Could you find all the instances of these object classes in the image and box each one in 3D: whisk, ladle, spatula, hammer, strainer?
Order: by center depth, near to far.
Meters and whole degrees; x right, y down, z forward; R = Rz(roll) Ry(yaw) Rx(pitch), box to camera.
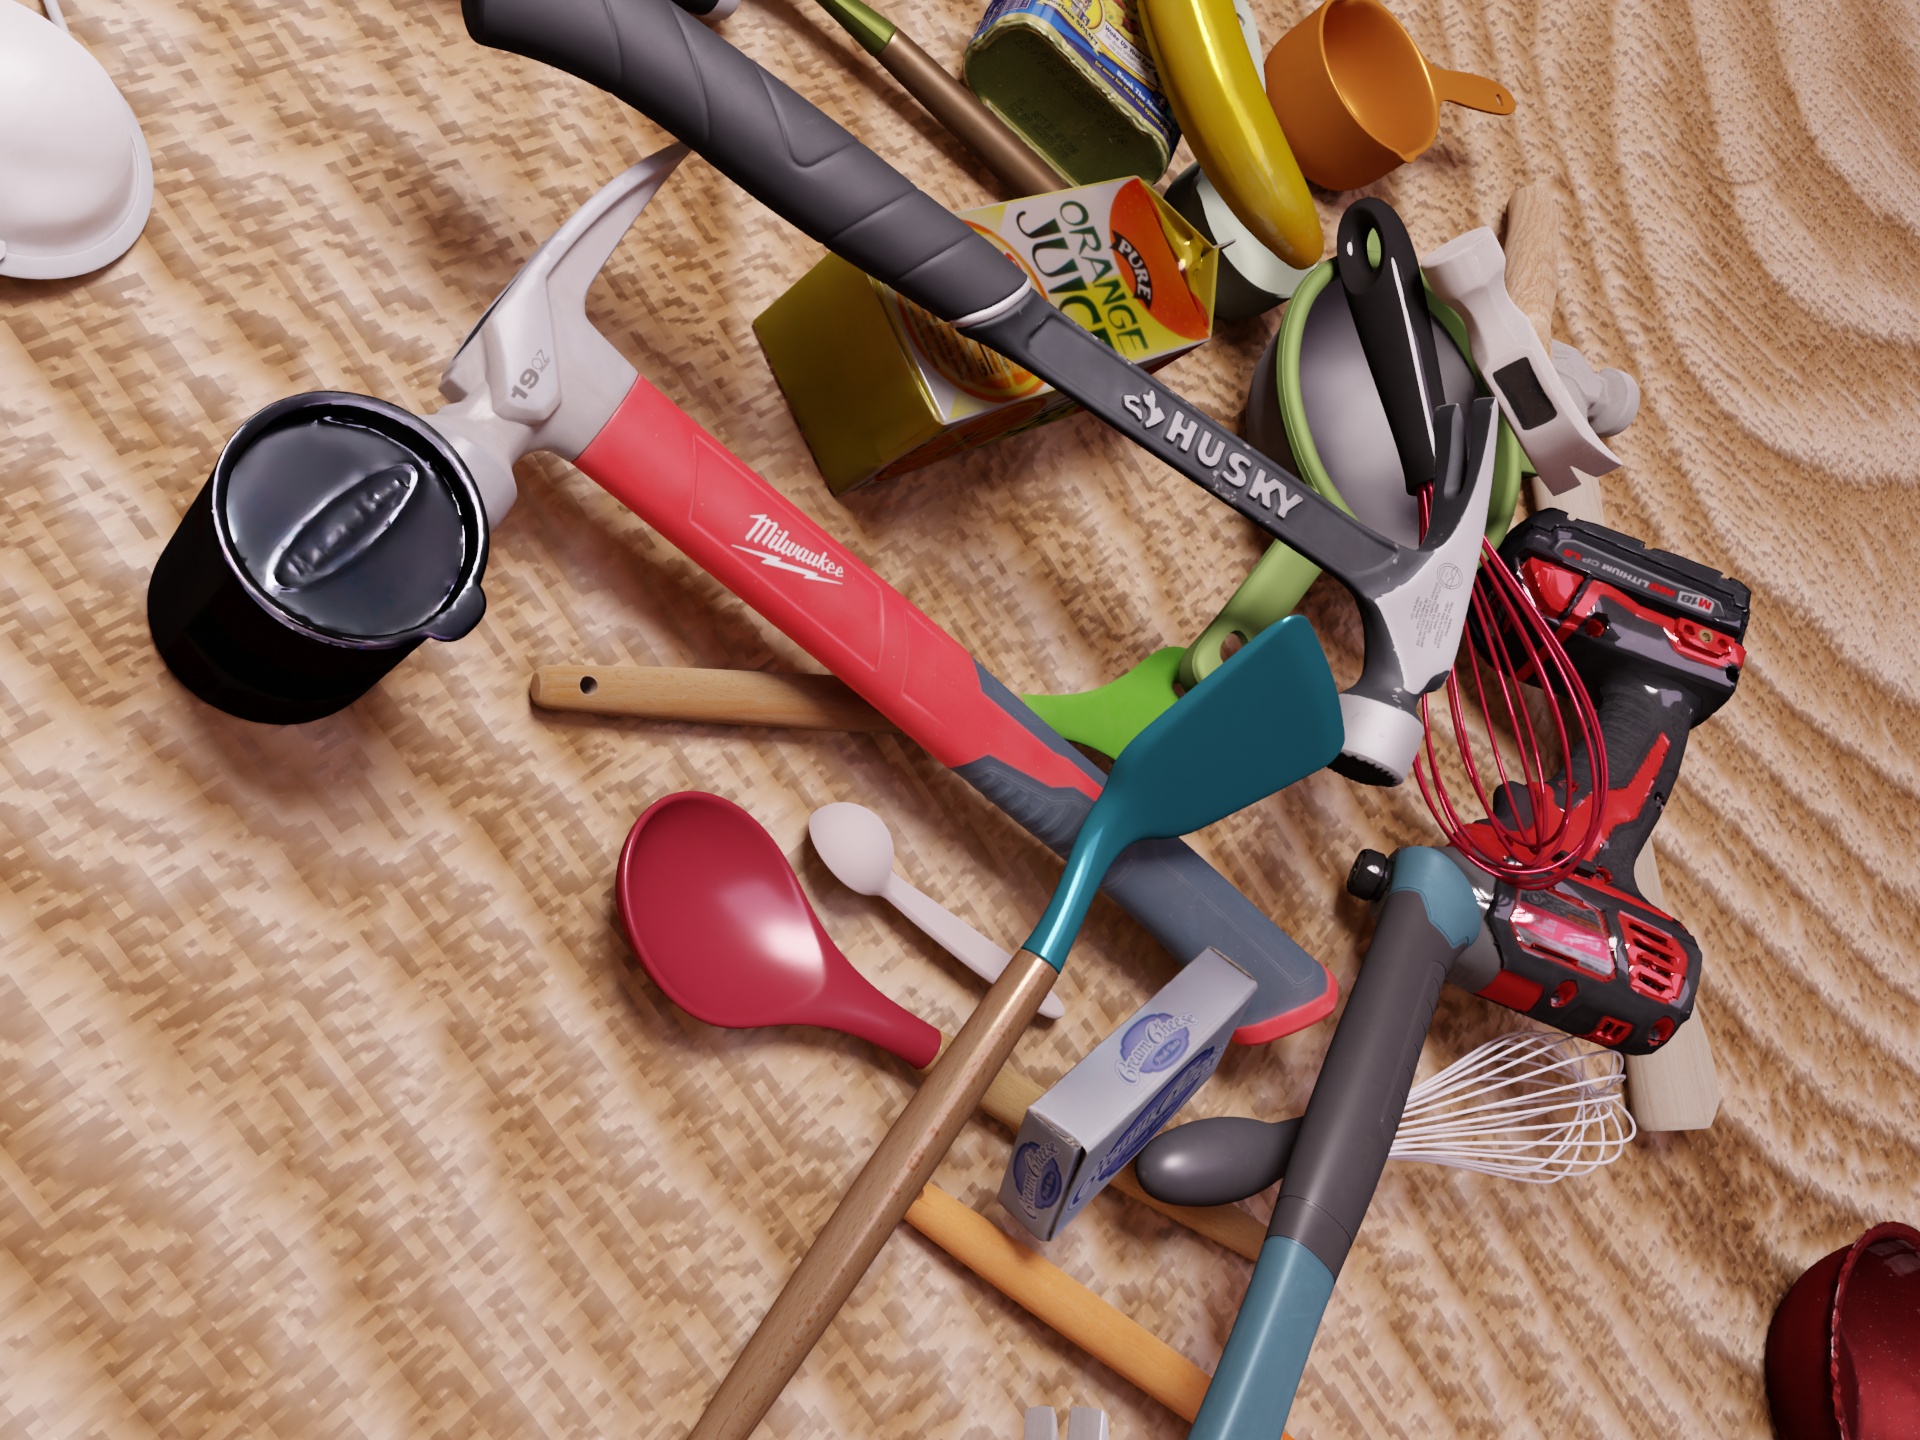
[{"bbox_3d":[-0.258,-0.097,0.402,0.086,0.050,0.259,21,67,-47],"label":"strainer"},{"bbox_3d":[0.018,0.100,0.496,0.317,0.044,0.082,-54,142,-17],"label":"spatula"},{"bbox_3d":[0.028,-0.129,0.516,0.408,0.036,0.149,29,79,-26],"label":"hammer"},{"bbox_3d":[0.117,0.169,0.528,0.128,0.033,0.331,47,49,-15],"label":"hammer"},{"bbox_3d":[0.006,-0.016,0.541,0.386,0.038,0.143,40,65,-24],"label":"hammer"},{"bbox_3d":[0.009,0.122,0.542,0.315,0.031,0.069,36,51,-25],"label":"ladle"},{"bbox_3d":[0.086,0.246,0.565,0.322,0.041,0.081,40,56,-16],"label":"spatula"},{"bbox_3d":[0.175,0.162,0.629,0.284,0.070,0.070,3,75,-37],"label":"whisk"},{"bbox_3d":[-0.003,-0.262,0.635,0.320,0.062,0.078,35,14,-28],"label":"ladle"},{"bbox_3d":[0.196,-0.077,0.643,0.073,0.073,0.296,-2,76,-37],"label":"whisk"},{"bbox_3d":[0.150,-0.093,0.692,0.151,0.069,0.256,49,60,-16],"label":"strainer"},{"bbox_3d":[0.278,-0.208,0.775,0.130,0.031,0.331,57,31,-15],"label":"hammer"},{"bbox_3d":[0.320,-0.003,0.809,0.146,0.038,0.411,6,73,-34],"label":"hammer"}]

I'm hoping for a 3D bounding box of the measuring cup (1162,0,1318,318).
[{"bbox_3d":[0.124,-0.263,0.742,0.083,0.038,0.168,14,66,-33],"label":"measuring cup"}]

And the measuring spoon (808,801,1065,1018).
[{"bbox_3d":[-0.002,0.066,0.549,0.124,0.018,0.034,40,21,-24],"label":"measuring spoon"}]

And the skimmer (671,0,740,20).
[{"bbox_3d":[-0.215,-0.233,0.468,0.127,0.090,0.363,38,27,31],"label":"skimmer"}]

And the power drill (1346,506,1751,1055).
[{"bbox_3d":[0.260,0.023,0.699,0.143,0.078,0.220,22,64,4],"label":"power drill"}]

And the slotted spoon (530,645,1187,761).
[{"bbox_3d":[-0.001,-0.002,0.573,0.313,0.031,0.070,3,78,-35],"label":"slotted spoon"}]

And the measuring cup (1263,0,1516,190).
[{"bbox_3d":[0.223,-0.317,0.824,0.173,0.052,0.095,-11,83,-41],"label":"measuring cup"}]
